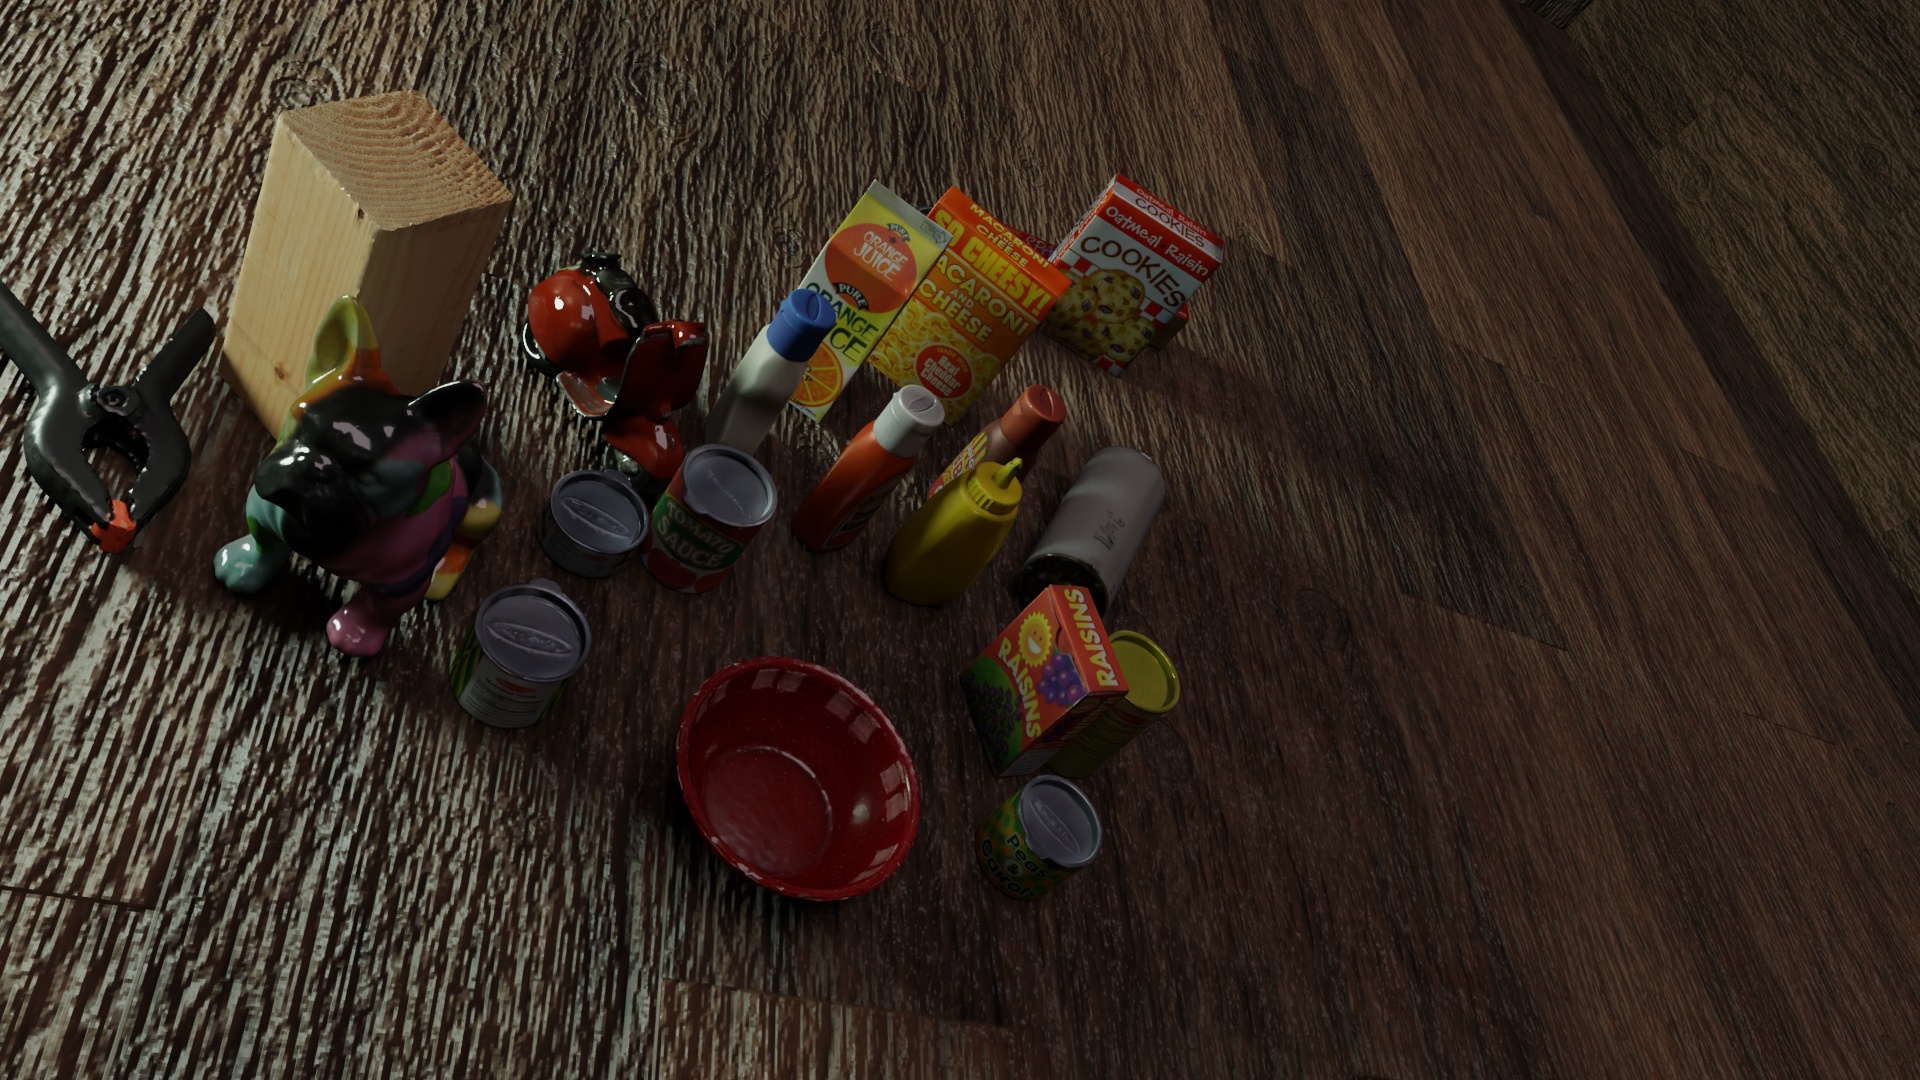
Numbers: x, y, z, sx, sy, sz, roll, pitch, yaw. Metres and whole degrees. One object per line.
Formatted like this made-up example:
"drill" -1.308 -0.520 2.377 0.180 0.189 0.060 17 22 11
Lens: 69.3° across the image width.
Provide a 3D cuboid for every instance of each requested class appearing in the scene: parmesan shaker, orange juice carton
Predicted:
"parmesan shaker" 0.099 0.118 1.003 0.071 0.102 0.072 21 45 -23
"orange juice carton" -0.082 -0.185 1.058 0.072 0.191 0.073 36 41 -7

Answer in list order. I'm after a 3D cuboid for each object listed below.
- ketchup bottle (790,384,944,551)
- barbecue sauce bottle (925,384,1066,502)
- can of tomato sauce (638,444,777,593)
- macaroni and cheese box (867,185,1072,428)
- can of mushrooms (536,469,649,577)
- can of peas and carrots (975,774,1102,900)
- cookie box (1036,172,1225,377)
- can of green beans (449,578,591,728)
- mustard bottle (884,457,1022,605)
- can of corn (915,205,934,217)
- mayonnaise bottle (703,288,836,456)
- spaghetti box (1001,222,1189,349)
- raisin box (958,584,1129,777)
"ketchup bottle" -0.064 -0.052 0.989 0.043 0.148 0.065 50 41 10
"barbecue sauce bottle" 0.027 -0.060 1.067 0.044 0.147 0.065 18 46 -26
"can of tomato sauce" -0.170 -0.012 0.923 0.071 0.082 0.071 21 45 -23
"macaroni and cheese box" -0.005 -0.189 1.140 0.123 0.165 0.040 38 41 -5
"can of mushrooms" -0.239 -0.012 0.907 0.071 0.033 0.071 21 45 -22
"can of peas and carrots" 0.051 0.201 0.928 0.071 0.058 0.071 21 45 -23
"cookie box" 0.148 -0.247 1.308 0.123 0.166 0.040 29 42 -15
"can of green beans" -0.256 0.068 0.807 0.071 0.057 0.071 21 45 -22
"mustard bottle" 0.004 -0.013 0.999 0.065 0.159 0.049 15 47 -28
"can of corn" -0.031 -0.262 1.266 0.071 0.058 0.071 21 45 -22
"mayonnaise bottle" -0.137 -0.117 0.990 0.041 0.147 0.065 22 45 -22
"spaghetti box" 0.114 -0.253 1.377 0.250 0.050 0.029 17 46 -26
"raisin box" 0.055 0.099 0.970 0.040 0.122 0.086 4 53 -36
